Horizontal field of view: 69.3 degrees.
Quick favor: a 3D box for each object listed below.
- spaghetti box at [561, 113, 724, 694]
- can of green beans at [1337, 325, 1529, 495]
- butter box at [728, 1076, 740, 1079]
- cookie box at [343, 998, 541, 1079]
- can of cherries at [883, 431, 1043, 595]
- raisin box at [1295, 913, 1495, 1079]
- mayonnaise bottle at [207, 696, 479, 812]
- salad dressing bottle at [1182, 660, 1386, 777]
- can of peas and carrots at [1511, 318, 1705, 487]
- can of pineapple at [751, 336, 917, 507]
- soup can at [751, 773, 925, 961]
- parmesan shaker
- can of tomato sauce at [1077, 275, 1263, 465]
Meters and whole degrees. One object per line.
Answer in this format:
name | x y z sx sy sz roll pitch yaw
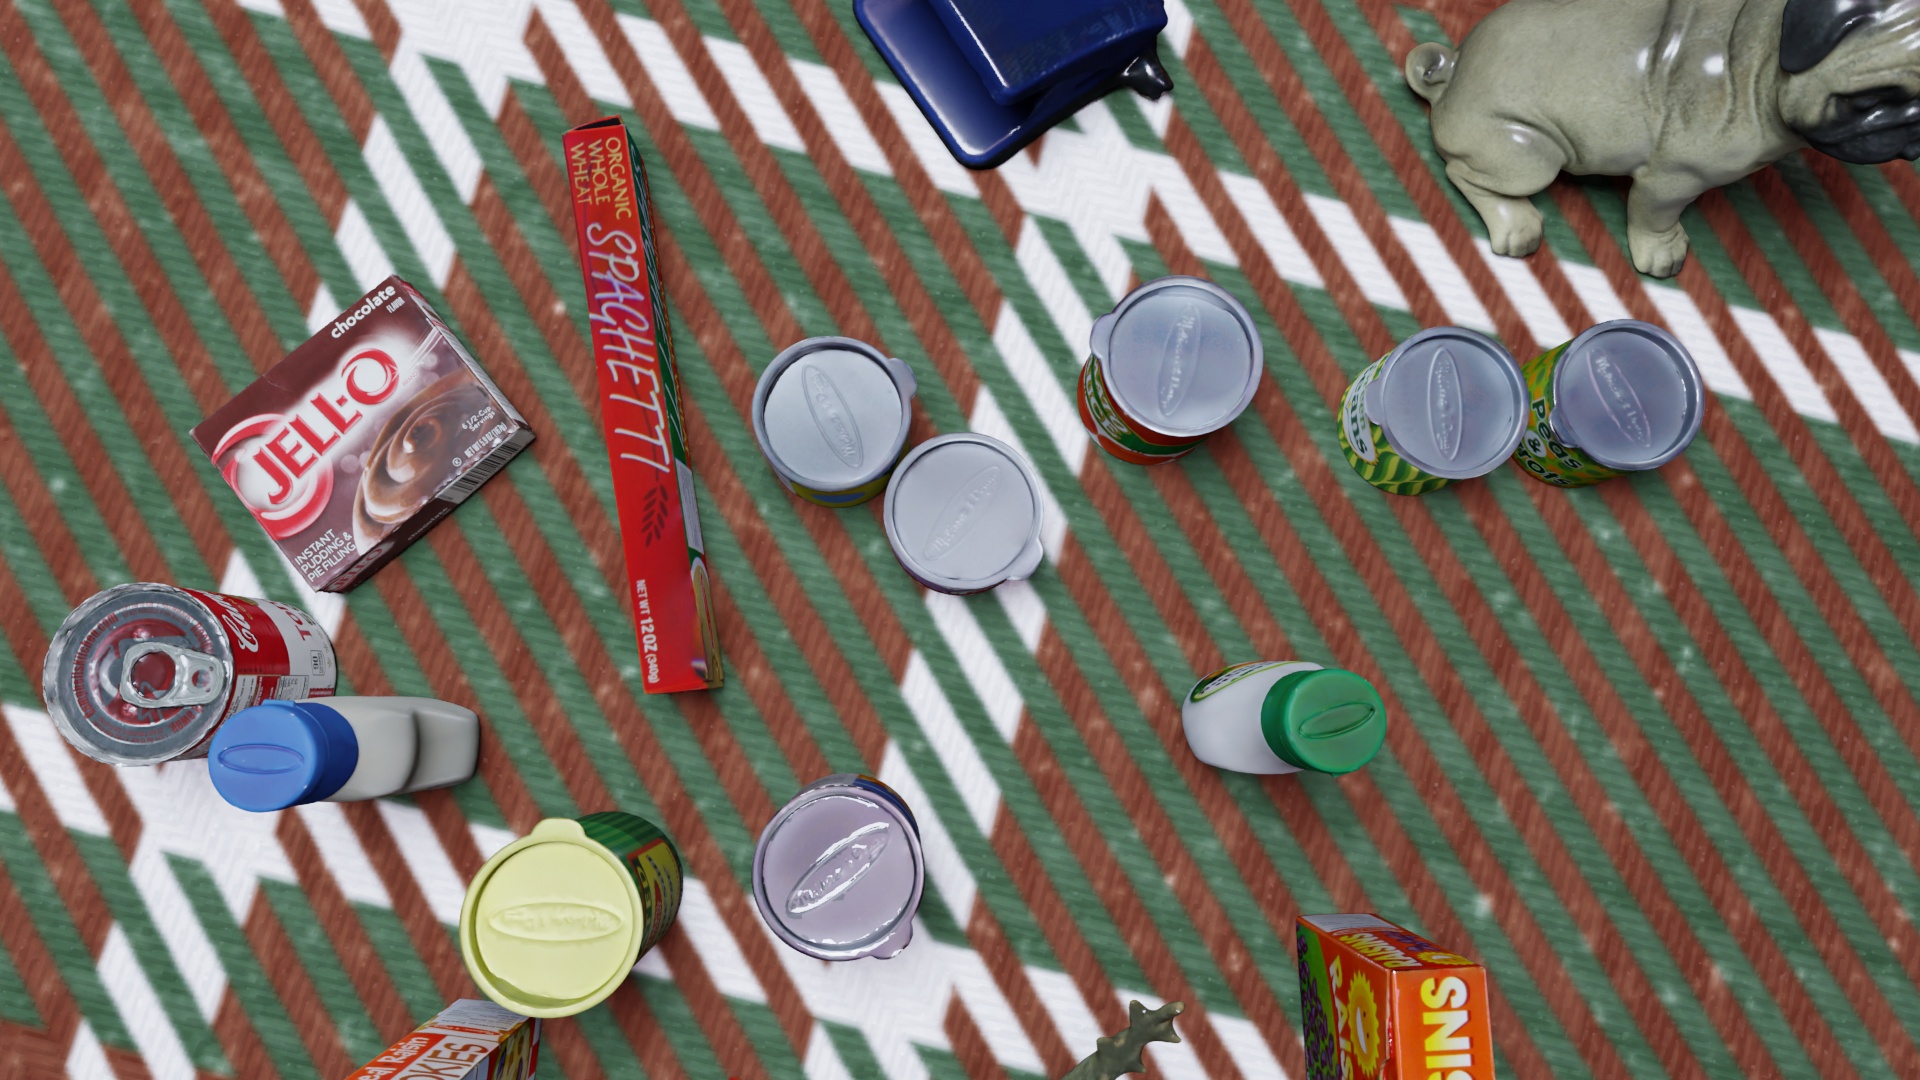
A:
spaghetti box | -0.138 -0.057 0.605 0.029 0.050 0.250 -10 84 -3
can of green beans | 0.207 -0.056 0.615 0.071 0.057 0.071 0 84 -2
butter box | -0.058 0.260 0.570 0.103 0.053 0.024 27 84 1
cookie box | -0.202 0.250 0.508 0.040 0.167 0.123 7 84 -1
can of cherries | 0.002 -0.008 0.601 0.071 0.058 0.071 0 84 -2
raisin box | 0.170 0.200 0.551 0.040 0.123 0.086 -2 84 -2
mayonnaise bottle | -0.237 0.081 0.536 0.065 0.148 0.041 3 84 -2
salad dressing bottle | 0.128 0.070 0.552 0.064 0.147 0.044 -16 85 -4
can of peas and carrots | 0.281 -0.058 0.618 0.071 0.058 0.071 0 84 -2
can of pineapple | -0.053 -0.050 0.604 0.071 0.058 0.071 0 84 -2
soup can | -0.047 0.133 0.570 0.071 0.083 0.071 0 84 -2
parmesan shaker | -0.150 0.142 0.555 0.071 0.103 0.071 0 84 -2
can of tomato sauce | 0.086 -0.070 0.599 0.071 0.083 0.071 0 84 -2
